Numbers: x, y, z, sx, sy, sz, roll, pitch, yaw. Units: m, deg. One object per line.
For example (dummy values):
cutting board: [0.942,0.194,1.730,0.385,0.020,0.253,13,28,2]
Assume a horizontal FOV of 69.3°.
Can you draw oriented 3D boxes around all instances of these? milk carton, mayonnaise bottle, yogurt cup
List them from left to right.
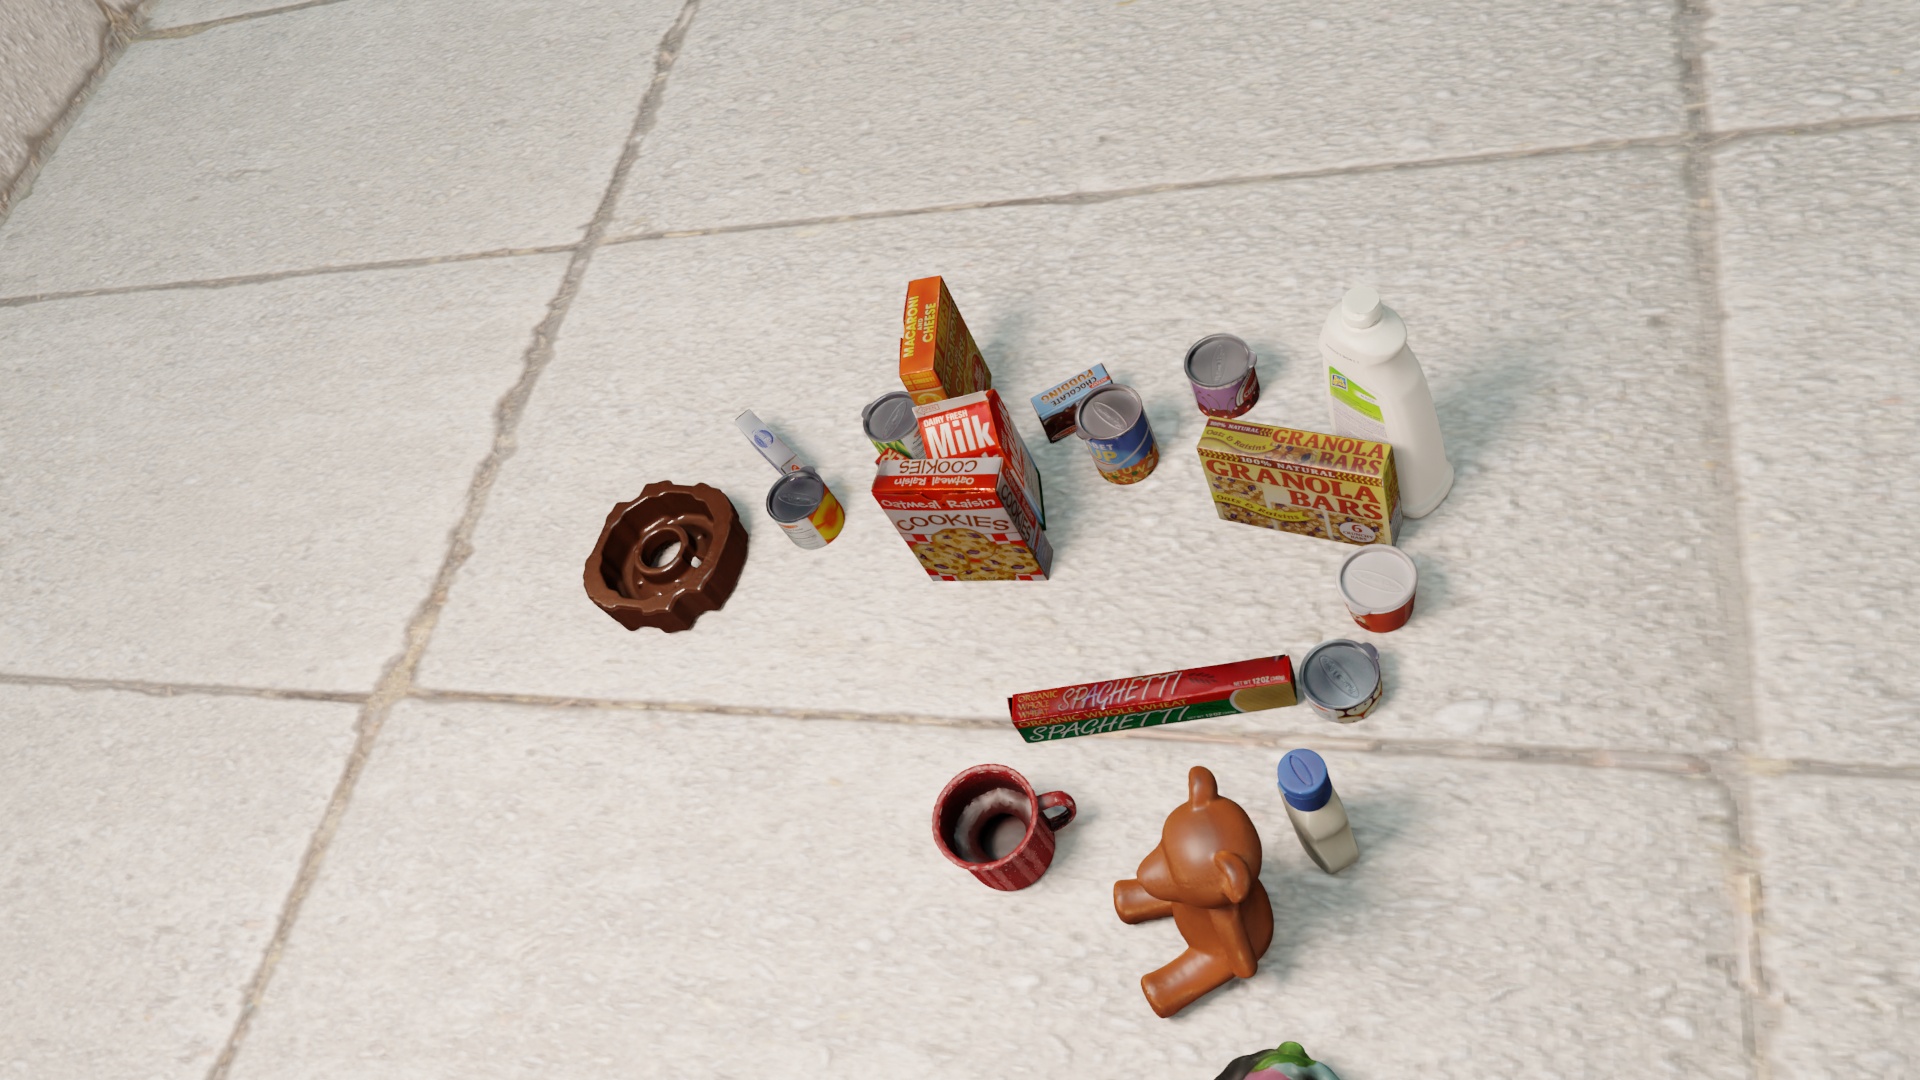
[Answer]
milk carton: [0.019,-0.079,1.332,0.072,0.190,0.074,-13,55,14]
mayonnaise bottle: [0.273,0.205,1.071,0.041,0.147,0.065,-31,53,1]
yogurt cup: [0.361,0.044,1.200,0.072,0.053,0.073,-10,56,16]

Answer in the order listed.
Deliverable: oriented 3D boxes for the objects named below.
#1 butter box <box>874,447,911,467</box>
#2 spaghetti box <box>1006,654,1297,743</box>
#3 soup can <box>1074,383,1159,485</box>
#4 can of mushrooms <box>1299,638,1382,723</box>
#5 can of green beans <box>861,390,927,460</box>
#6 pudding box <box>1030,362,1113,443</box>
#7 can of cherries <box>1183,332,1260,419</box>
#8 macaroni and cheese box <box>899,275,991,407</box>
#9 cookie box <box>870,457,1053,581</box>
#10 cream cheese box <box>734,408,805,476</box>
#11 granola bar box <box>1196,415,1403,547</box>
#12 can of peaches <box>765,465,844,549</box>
butter box: [-0.038,-0.054,1.426,0.104,0.053,0.024,31,74,34]
spaghetti box: [0.167,0.140,1.218,0.250,0.050,0.029,-10,56,16]
soup can: [0.152,-0.101,1.360,0.071,0.083,0.072,-10,56,16]
can of mushrooms: [0.325,0.118,1.179,0.071,0.033,0.071,-10,56,16]
can of green beans: [-0.062,-0.115,1.472,0.071,0.057,0.071,-10,56,16]
pudding box: [0.118,-0.140,1.421,0.084,0.049,0.030,-27,53,4]
can of cherries: [0.261,-0.161,1.371,0.071,0.058,0.072,-10,56,16]
macaroni and cheese box: [-0.014,-0.169,1.420,0.040,0.166,0.124,-8,56,18]
cookie box: [0.005,-0.016,1.312,0.123,0.167,0.040,-1,59,22]
cream cheese box: [-0.203,-0.098,1.520,0.024,0.053,0.104,-42,53,-7]
granola bar box: [0.305,-0.051,1.241,0.165,0.123,0.039,12,65,28]
can of peaches: [-0.161,-0.034,1.459,0.071,0.058,0.071,-10,56,16]
